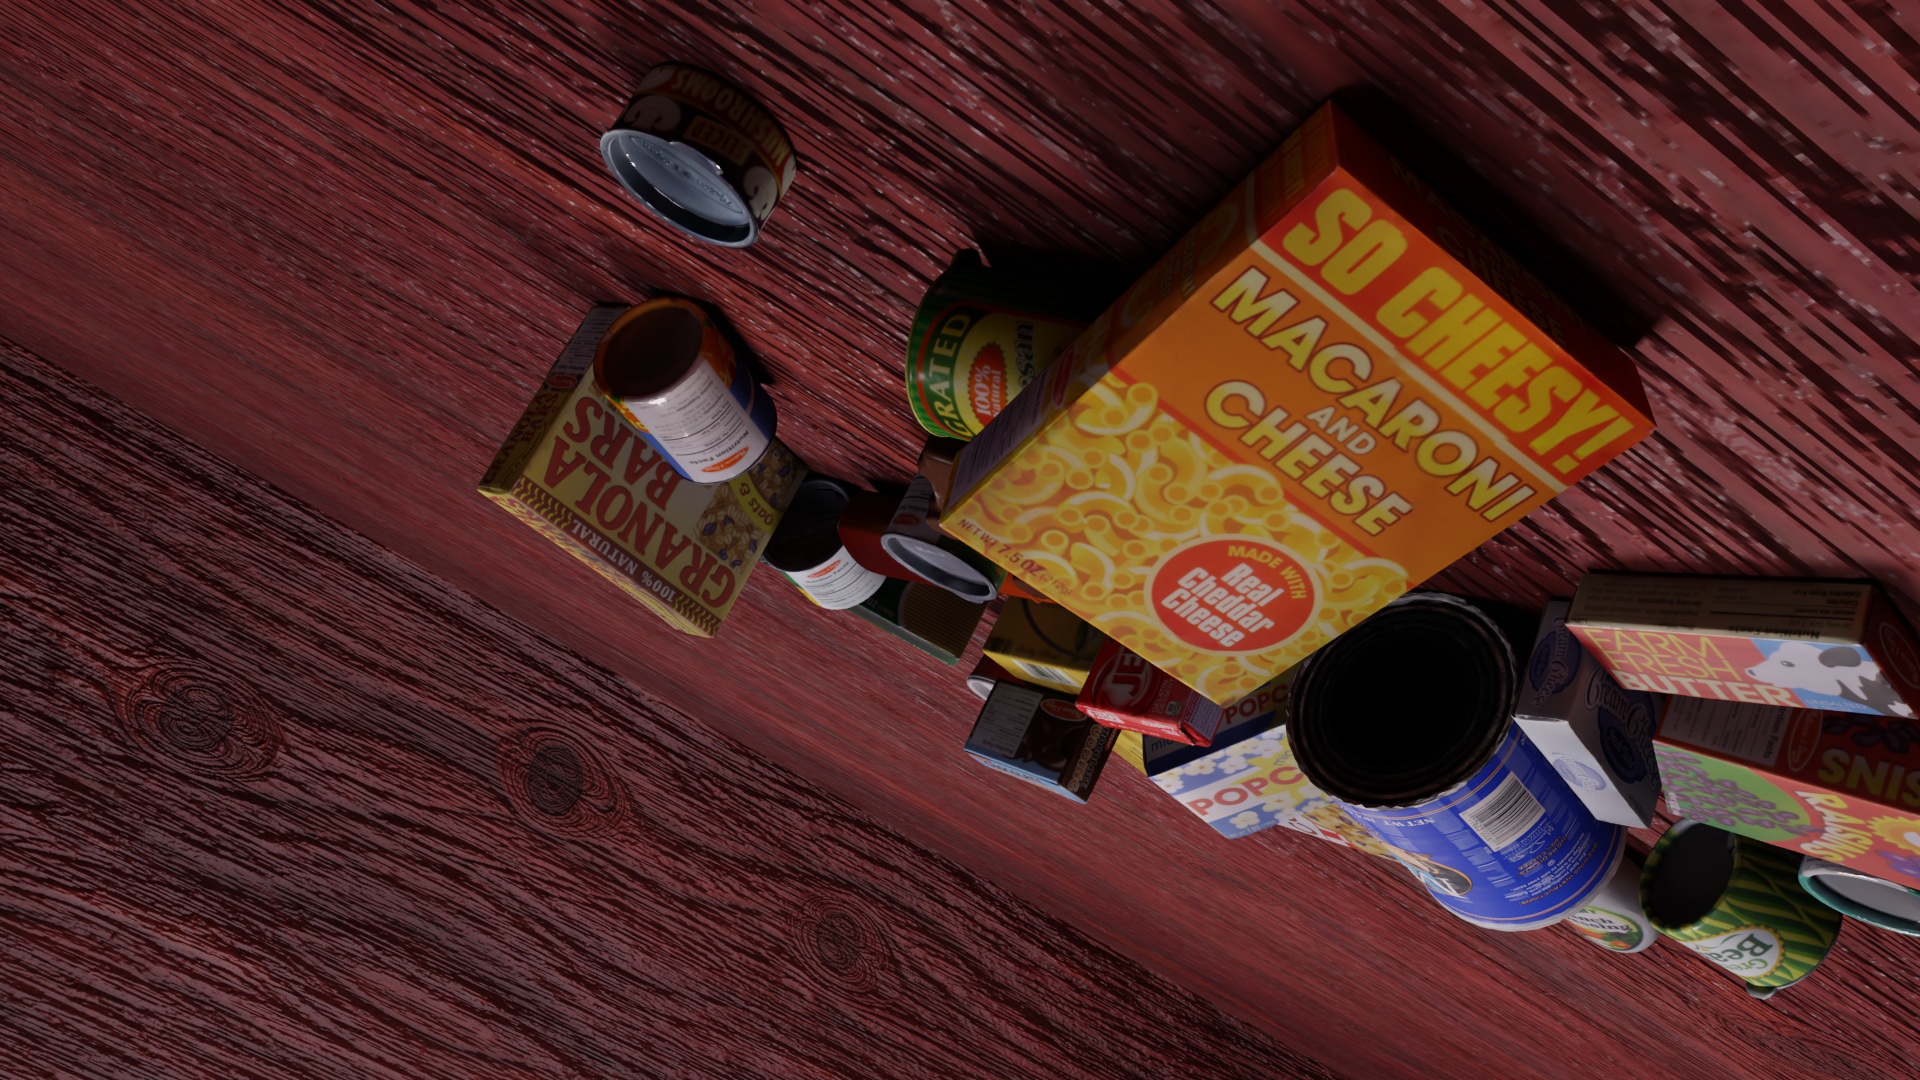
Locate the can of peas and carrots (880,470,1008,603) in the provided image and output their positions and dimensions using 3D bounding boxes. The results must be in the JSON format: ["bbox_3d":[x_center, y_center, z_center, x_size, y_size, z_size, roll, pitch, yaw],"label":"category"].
[{"bbox_3d":[0.003,-0.009,0.717,0.071,0.059,0.070,25,164,8],"label":"can of peas and carrots"}]

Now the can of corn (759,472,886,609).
[{"bbox_3d":[-0.084,0.000,0.873,0.071,0.071,0.058,17,161,31],"label":"can of corn"}]

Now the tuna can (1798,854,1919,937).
[{"bbox_3d":[0.402,0.143,0.597,0.071,0.033,0.071,25,163,9],"label":"tuna can"}]

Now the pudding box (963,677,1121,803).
[{"bbox_3d":[0.045,0.113,0.791,0.083,0.050,0.030,10,157,49],"label":"pudding box"}]

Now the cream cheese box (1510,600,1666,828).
[{"bbox_3d":[0.261,0.072,0.567,0.024,0.053,0.103,4,151,47],"label":"cream cheese box"}]

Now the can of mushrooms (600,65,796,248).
[{"bbox_3d":[-0.096,-0.143,0.517,0.071,0.033,0.071,26,163,9],"label":"can of mushrooms"}]

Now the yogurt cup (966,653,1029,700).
[{"bbox_3d":[0.045,0.088,0.946,0.072,0.054,0.072,25,163,8],"label":"yogurt cup"}]

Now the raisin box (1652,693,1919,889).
[{"bbox_3d":[0.341,0.095,0.536,0.123,0.040,0.086,16,159,38],"label":"raisin box"}]

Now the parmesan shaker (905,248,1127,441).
[{"bbox_3d":[0.041,-0.062,0.494,0.103,0.071,0.071,16,159,32],"label":"parmesan shaker"}]

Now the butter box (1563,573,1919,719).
[{"bbox_3d":[0.274,0.036,0.489,0.053,0.024,0.103,38,160,-29],"label":"butter box"}]

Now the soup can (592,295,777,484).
[{"bbox_3d":[-0.143,-0.080,0.726,0.071,0.071,0.083,19,160,26],"label":"soup can"}]

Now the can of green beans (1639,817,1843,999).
[{"bbox_3d":[0.372,0.171,0.666,0.058,0.071,0.071,29,163,-5],"label":"can of green beans"}]

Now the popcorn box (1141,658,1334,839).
[{"bbox_3d":[0.170,0.105,0.725,0.126,0.038,0.085,-28,130,28],"label":"popcorn box"}]

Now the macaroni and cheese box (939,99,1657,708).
[{"bbox_3d":[0.092,-0.030,0.414,0.123,0.040,0.165,33,130,-19],"label":"macaroni and cheese box"}]

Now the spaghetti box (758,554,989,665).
[{"bbox_3d":[-0.100,0.004,0.928,0.250,0.050,0.028,29,161,-3],"label":"spaghetti box"}]

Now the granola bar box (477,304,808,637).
[{"bbox_3d":[-0.176,-0.037,0.797,0.039,0.124,0.165,10,156,41],"label":"granola bar box"}]

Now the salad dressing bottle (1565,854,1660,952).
[{"bbox_3d":[0.348,0.186,0.786,0.147,0.044,0.064,39,158,-32],"label":"salad dressing bottle"}]

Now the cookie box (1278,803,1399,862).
[{"bbox_3d":[0.232,0.156,0.885,0.167,0.040,0.122,11,156,41],"label":"cookie box"}]

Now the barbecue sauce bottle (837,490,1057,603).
[{"bbox_3d":[0.000,0.006,0.793,0.148,0.044,0.064,11,157,42],"label":"barbecue sauce bottle"}]
